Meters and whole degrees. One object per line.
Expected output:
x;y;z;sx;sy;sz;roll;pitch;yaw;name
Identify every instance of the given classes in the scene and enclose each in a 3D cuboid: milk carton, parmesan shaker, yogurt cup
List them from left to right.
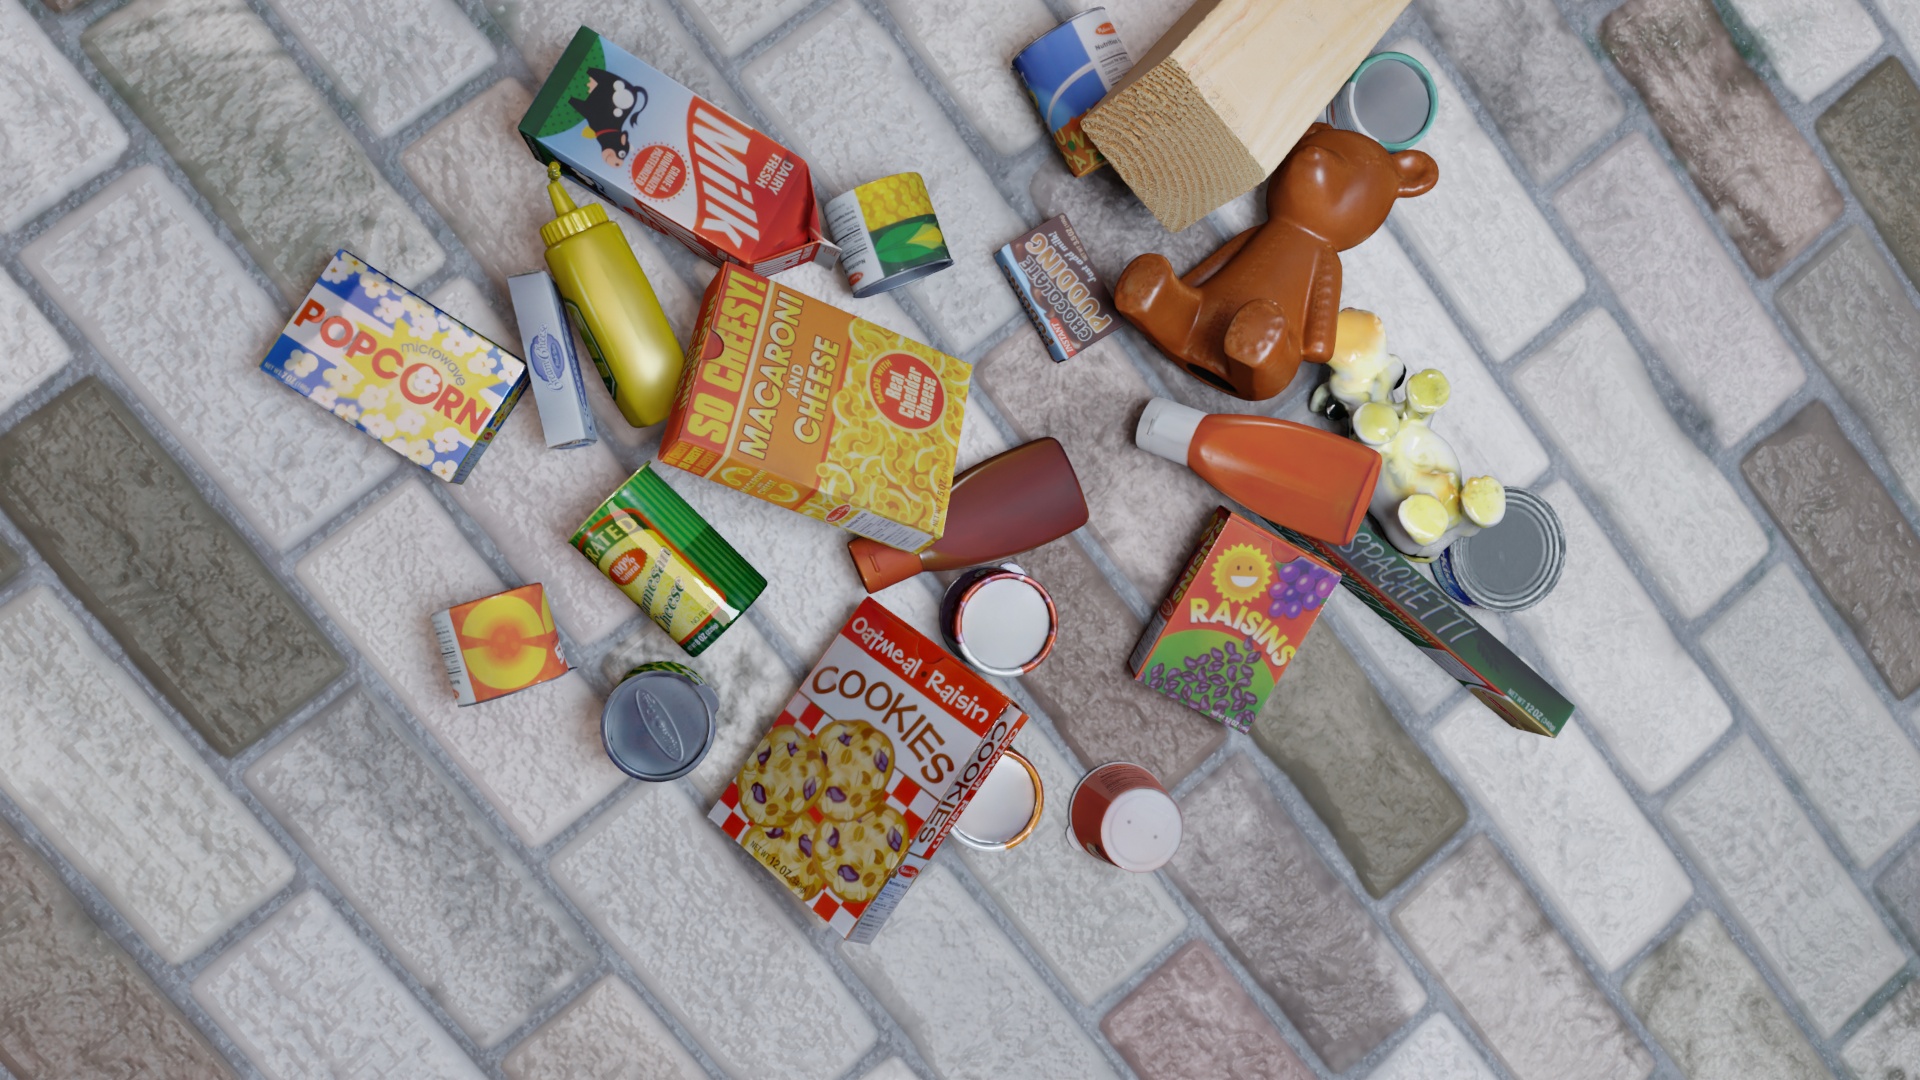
-0.173;0.011;0.834;0.103;0.071;0.071;45;84;-7;parmesan shaker
-0.157;-0.217;0.832;0.190;0.072;0.073;30;86;-9;milk carton
0.109;0.180;0.894;0.072;0.054;0.072;0;91;-11;yogurt cup

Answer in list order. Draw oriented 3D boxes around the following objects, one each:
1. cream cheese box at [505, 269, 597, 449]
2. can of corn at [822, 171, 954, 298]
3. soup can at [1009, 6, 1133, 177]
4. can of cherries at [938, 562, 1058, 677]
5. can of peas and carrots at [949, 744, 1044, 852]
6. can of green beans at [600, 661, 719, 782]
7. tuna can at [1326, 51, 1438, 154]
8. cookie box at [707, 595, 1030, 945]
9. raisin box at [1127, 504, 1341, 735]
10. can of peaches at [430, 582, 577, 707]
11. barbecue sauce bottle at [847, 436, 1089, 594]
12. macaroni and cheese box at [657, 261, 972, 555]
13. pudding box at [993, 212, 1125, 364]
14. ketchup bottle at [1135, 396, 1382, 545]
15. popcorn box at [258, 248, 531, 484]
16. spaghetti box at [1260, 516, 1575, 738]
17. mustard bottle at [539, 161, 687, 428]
-0.243;-0.106;0.829;0.024;0.053;0.103;-13;93;-5;cream cheese box
-0.043;-0.189;0.857;0.071;0.071;0.058;-21;94;-9;can of corn
0.079;-0.281;0.878;0.071;0.071;0.083;-30;97;-8;soup can
0.024;0.048;0.875;0.071;0.058;0.071;0;92;-10;can of cherries
0.016;0.155;0.875;0.071;0.058;0.071;0;91;-10;can of peas and carrots
-0.181;0.108;0.840;0.071;0.058;0.071;0;91;-10;can of green beans
0.285;-0.291;0.929;0.071;0.033;0.071;0;91;-9;tuna can
-0.056;0.136;0.839;0.123;0.040;0.167;33;84;29;cookie box
0.175;0.051;0.897;0.086;0.040;0.123;28;99;-7;raisin box
-0.270;0.060;0.821;0.071;0.071;0.058;-17;93;-9;can of peaches
0.003;-0.011;0.878;0.149;0.043;0.065;-23;93;-8;barbecue sauce bottle
-0.081;-0.077;0.823;0.166;0.040;0.124;21;62;-22;macaroni and cheese box
0.063;-0.162;0.893;0.050;0.030;0.083;-31;96;-7;pudding box
0.184;-0.051;0.875;0.149;0.043;0.064;23;103;23;ketchup bottle
-0.330;-0.101;0.821;0.126;0.038;0.085;33;85;-9;popcorn box
0.303;0.045;0.928;0.250;0.050;0.029;39;84;-8;spaghetti box
-0.209;-0.145;0.821;0.049;0.065;0.160;-28;103;-18;mustard bottle
